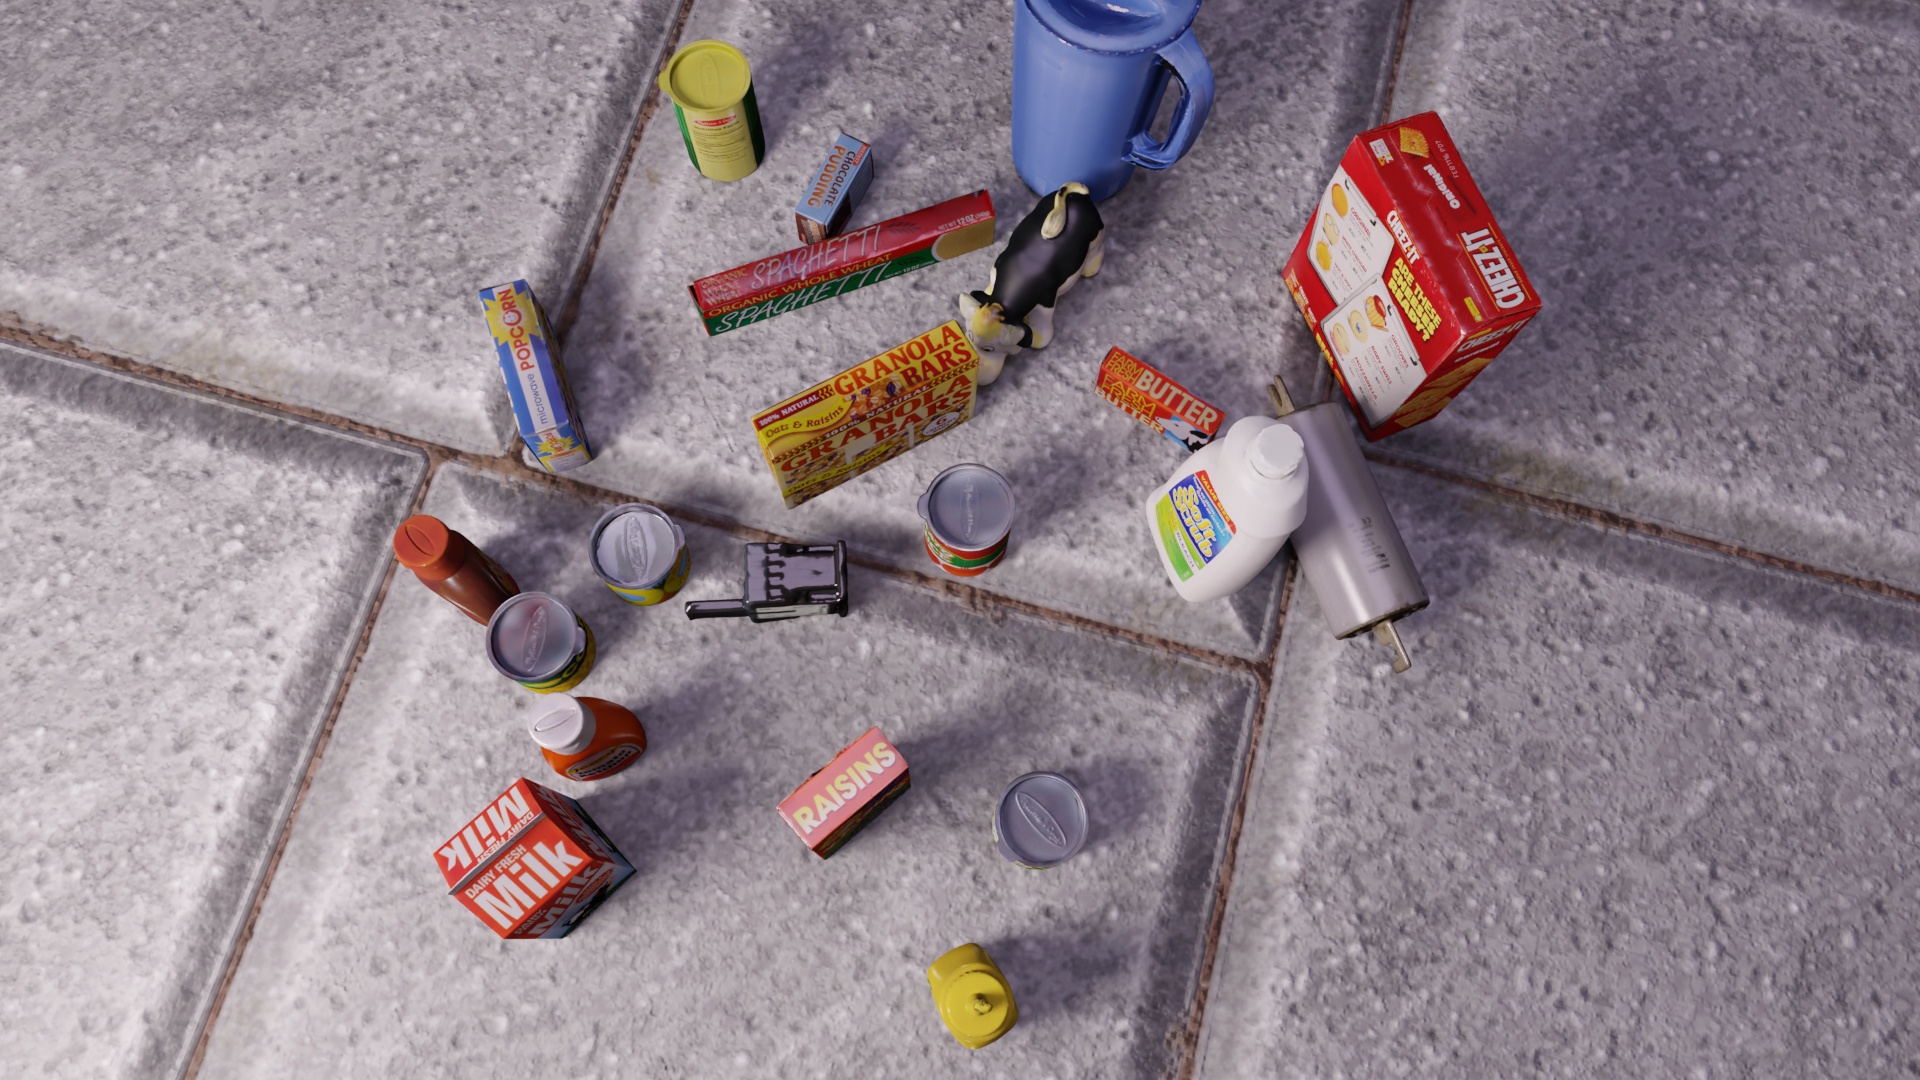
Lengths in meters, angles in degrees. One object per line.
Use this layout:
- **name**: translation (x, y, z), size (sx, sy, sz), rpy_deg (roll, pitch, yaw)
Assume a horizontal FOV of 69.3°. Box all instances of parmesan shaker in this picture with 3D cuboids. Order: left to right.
- **parmesan shaker**: translation (-0.198, -0.344, 1.118), size (0.071, 0.103, 0.071), rpy_deg (0, 74, -1)

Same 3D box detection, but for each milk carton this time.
- **milk carton**: translation (-0.278, 0.210, 0.909), size (0.072, 0.190, 0.073), rpy_deg (-42, 79, -12)

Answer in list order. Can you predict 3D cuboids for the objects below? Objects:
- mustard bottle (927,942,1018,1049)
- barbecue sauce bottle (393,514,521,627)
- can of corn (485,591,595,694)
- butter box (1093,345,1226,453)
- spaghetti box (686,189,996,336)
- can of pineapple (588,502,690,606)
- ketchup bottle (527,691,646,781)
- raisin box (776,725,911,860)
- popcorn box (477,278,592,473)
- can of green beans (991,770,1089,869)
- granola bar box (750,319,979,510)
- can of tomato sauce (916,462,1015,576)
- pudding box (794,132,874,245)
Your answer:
- **mustard bottle**: translation (0.008, 0.299, 0.906), size (0.049, 0.159, 0.065), rpy_deg (-29, 77, -9)
- **barbecue sauce bottle**: translation (-0.357, 0.020, 0.984), size (0.044, 0.148, 0.065), rpy_deg (-44, 80, -12)
- **can of corn**: translation (-0.303, 0.076, 1.015), size (0.071, 0.058, 0.071), rpy_deg (0, 74, -1)
- **butter box**: translation (0.154, -0.108, 1.085), size (0.103, 0.053, 0.024), rpy_deg (33, 76, 8)
- **spaghetti box**: translation (-0.092, -0.222, 1.113), size (0.250, 0.050, 0.029), rpy_deg (-20, 76, -7)
- **can of pineapple**: translation (-0.237, 0.012, 1.036), size (0.071, 0.057, 0.071), rpy_deg (0, 74, -1)
- **ketchup bottle**: translation (-0.260, 0.133, 0.953), size (0.065, 0.148, 0.043), rpy_deg (-26, 77, -8)
- **raisin box**: translation (-0.078, 0.176, 0.959), size (0.086, 0.123, 0.040), rpy_deg (-39, 79, -11)
- **popcorn box**: translation (-0.323, -0.124, 1.059), size (0.038, 0.085, 0.127), rpy_deg (-19, 75, -7)
- **can of green beans**: translation (0.056, 0.200, 0.990), size (0.071, 0.057, 0.071), rpy_deg (0, 74, -1)
- **granola bar box**: translation (-0.069, -0.092, 1.037), size (0.166, 0.124, 0.039), rpy_deg (-27, 77, -9)
- **can of tomato sauce**: translation (0.004, -0.013, 1.037), size (0.071, 0.083, 0.071), rpy_deg (0, 74, -1)
- **pudding box**: translation (-0.102, -0.282, 1.130), size (0.030, 0.049, 0.084), rpy_deg (26, 75, 6)
